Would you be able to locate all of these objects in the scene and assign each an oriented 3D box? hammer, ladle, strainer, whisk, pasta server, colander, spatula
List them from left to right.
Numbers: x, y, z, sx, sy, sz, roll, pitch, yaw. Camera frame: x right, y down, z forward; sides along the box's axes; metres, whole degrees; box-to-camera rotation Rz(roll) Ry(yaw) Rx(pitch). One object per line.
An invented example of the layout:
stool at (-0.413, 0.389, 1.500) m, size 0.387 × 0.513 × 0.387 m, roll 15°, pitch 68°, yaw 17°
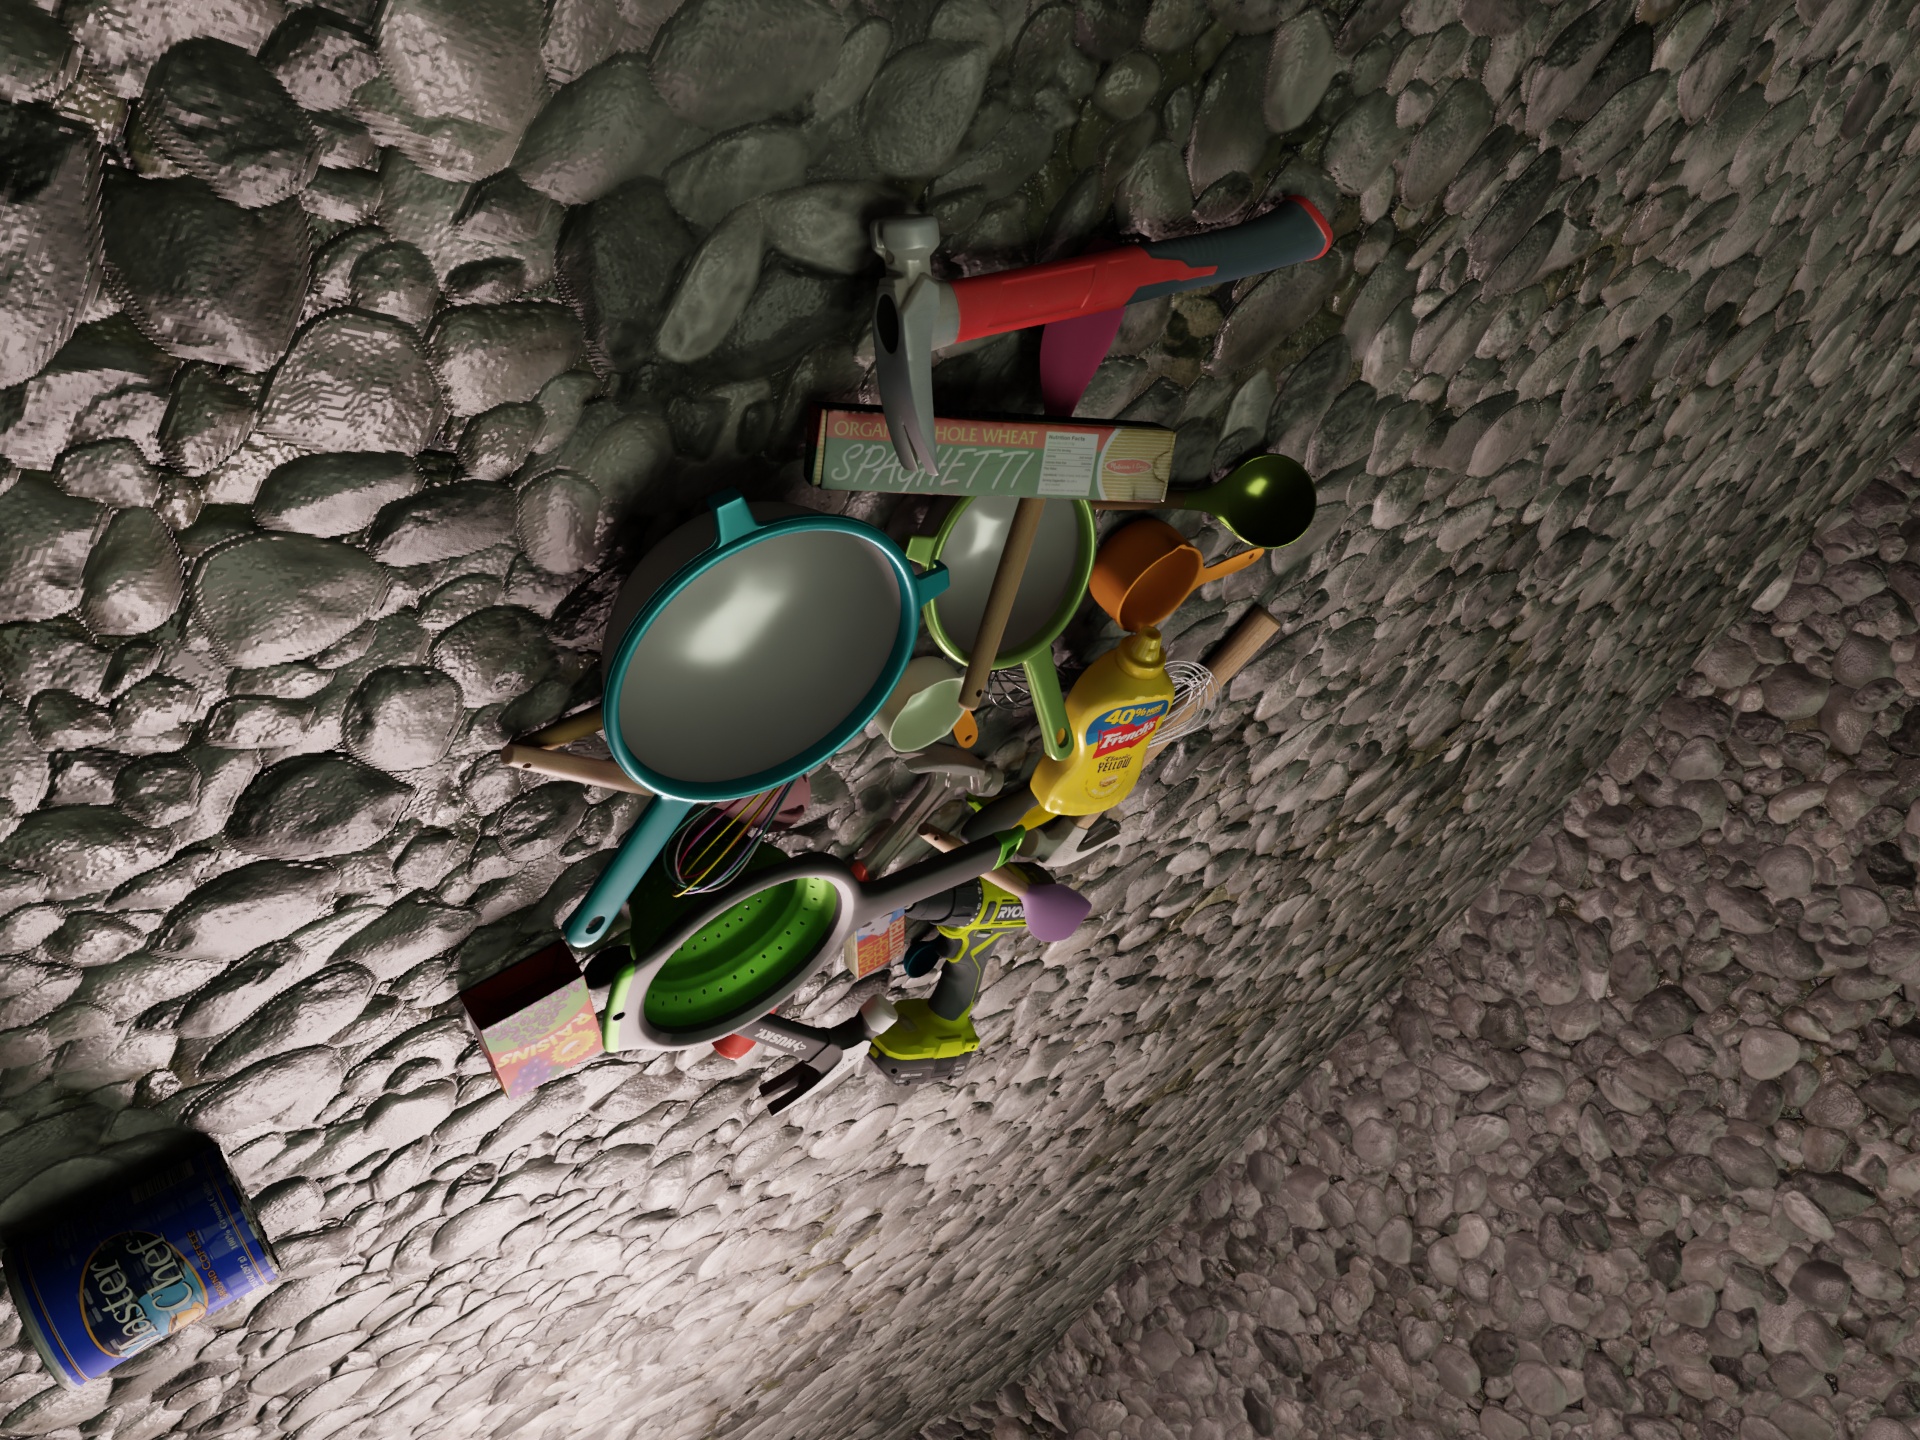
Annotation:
pasta server at (-0.200, 0.042, 1.100) m, size 0.060 × 0.040 × 0.316 m, roll -48°, pitch 151°, yaw 14°
strainer at (-0.172, -0.009, 0.994) m, size 0.210 × 0.095 × 0.340 m, roll 13°, pitch 120°, yaw -49°
ladle at (-0.154, -0.040, 1.057) m, size 0.315 × 0.031 × 0.069 m, roll -25°, pitch 147°, yaw -24°
hammer at (-0.197, 0.256, 1.356) m, size 0.146 × 0.035 × 0.334 m, roll -43°, pitch 142°, yaw 10°
whisk at (-0.124, 0.032, 1.131) m, size 0.245 × 0.051 × 0.047 m, roll -49°, pitch 167°, yaw -23°
colander at (-0.121, 0.129, 1.262) m, size 0.397 × 0.095 × 0.204 m, roll -19°, pitch 145°, yaw -35°
hammer at (-0.111, 0.162, 1.385) m, size 0.359 × 0.037 × 0.149 m, roll -50°, pitch 151°, yaw 17°
strainer at (0.031, -0.077, 1.136) m, size 0.151 × 0.069 × 0.256 m, roll -37°, pitch 133°, yaw -21°
spatula at (0.043, 0.149, 1.460) m, size 0.060 × 0.018 × 0.315 m, roll -52°, pitch 143°, yaw 0°
whisk at (0.088, -0.032, 1.345) m, size 0.055 × 0.055 × 0.238 m, roll -52°, pitch 154°, yaw 20°
whisk at (0.119, 0.033, 1.441) m, size 0.284 × 0.070 × 0.070 m, roll -33°, pitch 151°, yaw -14°
hammer at (0.104, -0.262, 0.996) m, size 0.386 × 0.038 × 0.143 m, roll -22°, pitch 118°, yaw -37°
hammer at (0.191, 0.019, 1.559) m, size 0.331 × 0.031 × 0.130 m, roll -48°, pitch 151°, yaw 13°
ladle at (0.160, -0.171, 1.226) m, size 0.320 × 0.062 × 0.078 m, roll -6°, pitch 100°, yaw -42°

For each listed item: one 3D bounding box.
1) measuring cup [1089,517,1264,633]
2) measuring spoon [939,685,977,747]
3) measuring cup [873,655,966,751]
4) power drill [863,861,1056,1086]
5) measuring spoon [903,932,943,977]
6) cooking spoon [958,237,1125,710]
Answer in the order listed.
measuring cup at (0.178, -0.132, 1.306) m, size 0.173 × 0.052 × 0.095 m, roll -21°, pitch 146°, yaw -36°
measuring spoon at (-0.002, -0.004, 1.314) m, size 0.021 × 0.011 × 0.116 m, roll -37°, pitch 155°, yaw -7°
measuring cup at (0.000, -0.046, 1.225) m, size 0.167 × 0.038 × 0.083 m, roll -43°, pitch 152°, yaw 0°
power drill at (-0.019, 0.236, 1.533) m, size 0.190 × 0.080 × 0.228 m, roll 5°, pitch 115°, yaw -47°
measuring spoon at (-0.015, 0.201, 1.588) m, size 0.128 × 0.021 × 0.042 m, roll -51°, pitch 143°, yaw 1°
cooking spoon at (0.051, -0.156, 1.047) m, size 0.068 × 0.017 × 0.319 m, roll 3°, pitch 110°, yaw -47°
